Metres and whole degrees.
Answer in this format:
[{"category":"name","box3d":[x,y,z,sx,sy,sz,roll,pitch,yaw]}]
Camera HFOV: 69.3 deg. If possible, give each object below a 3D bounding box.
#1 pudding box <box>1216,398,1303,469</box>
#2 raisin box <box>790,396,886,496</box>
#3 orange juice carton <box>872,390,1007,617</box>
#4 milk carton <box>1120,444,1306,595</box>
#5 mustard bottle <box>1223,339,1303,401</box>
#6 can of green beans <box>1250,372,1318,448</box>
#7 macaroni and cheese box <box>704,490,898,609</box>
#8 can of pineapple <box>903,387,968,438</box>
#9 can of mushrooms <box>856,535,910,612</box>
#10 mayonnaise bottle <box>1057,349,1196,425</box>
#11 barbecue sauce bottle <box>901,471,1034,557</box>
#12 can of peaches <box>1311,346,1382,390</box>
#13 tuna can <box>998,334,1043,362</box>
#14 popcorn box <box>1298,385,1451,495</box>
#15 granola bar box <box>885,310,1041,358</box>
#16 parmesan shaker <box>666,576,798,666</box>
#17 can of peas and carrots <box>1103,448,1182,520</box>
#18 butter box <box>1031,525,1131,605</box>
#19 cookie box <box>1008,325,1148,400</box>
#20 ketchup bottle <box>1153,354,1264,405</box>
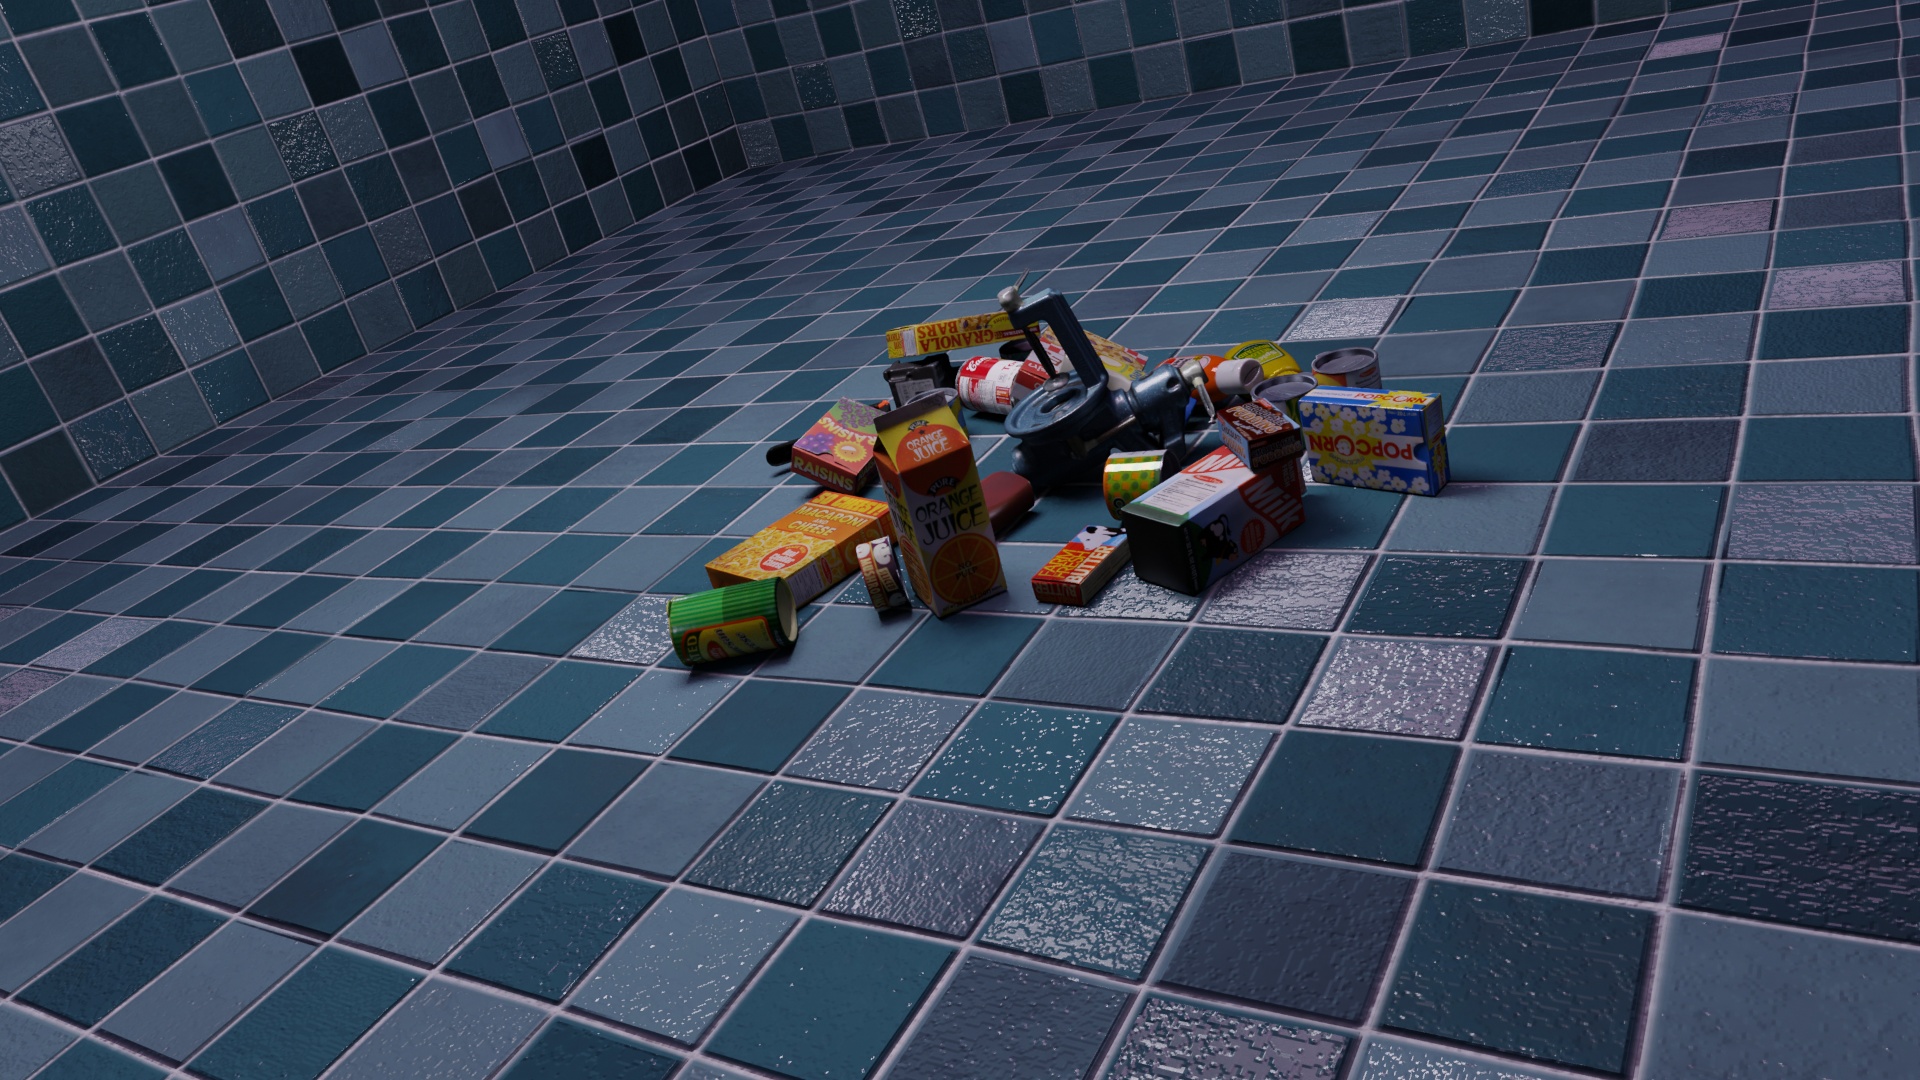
[{"category":"pudding box","box3d":[0.263,-0.094,1.222,0.050,0.030,0.084,-15,25,-4]},{"category":"raisin box","box3d":[-0.129,-0.110,1.607,0.086,0.039,0.124,23,42,13]},{"category":"orange juice carton","box3d":[-0.023,-0.036,1.251,0.072,0.191,0.073,-22,26,-15]},{"category":"milk carton","box3d":[0.239,-0.032,1.231,0.191,0.072,0.073,-31,29,-28]},{"category":"mustard bottle","box3d":[0.337,-0.174,1.496,0.065,0.048,0.161,-23,25,-3]},{"category":"can of green beans","box3d":[0.329,-0.128,1.394,0.071,0.057,0.071,-13,25,6]},{"category":"macaroni and cheese box","box3d":[-0.157,0.010,1.417,0.167,0.040,0.124,-34,30,-34]},{"category":"can of pineapple","box3d":[-0.029,-0.139,1.632,0.071,0.057,0.071,-13,25,6]},{"category":"can of mushrooms","box3d":[-0.072,0.032,1.289,0.033,0.070,0.071,-17,24,-1]},{"category":"mayonnaise bottle","box3d":[0.181,-0.166,1.500,0.148,0.041,0.065,25,29,8]},{"category":"barbecue sauce bottle","box3d":[0.005,-0.017,1.374,0.065,0.043,0.149,10,36,44]},{"category":"can of peaches","box3d":[0.395,-0.159,1.420,0.071,0.057,0.071,-14,25,7]},{"category":"tuna can","box3d":[0.088,-0.241,1.806,0.071,0.032,0.071,-13,24,6]},{"category":"popcorn box","box3d":[0.374,-0.092,1.259,0.126,0.085,0.038,11,35,45]},{"category":"granola bar box","box3d":[0.002,-0.264,1.762,0.166,0.039,0.124,-12,9,-18]},{"category":"parmesan shaker","box3d":[-0.209,0.073,1.280,0.103,0.071,0.071,-12,25,8]},{"category":"can of peas and carrots","box3d":[0.174,-0.050,1.318,0.058,0.070,0.071,-3,28,28]},{"category":"butter box","box3d":[0.113,0.021,1.251,0.053,0.024,0.104,6,32,38]},{"category":"cookie box","box3d":[0.138,-0.188,1.586,0.123,0.040,0.168,24,34,5]},{"category":"ketchup bottle","box3d":[0.267,-0.175,1.510,0.065,0.043,0.148,-49,25,-19]}]
